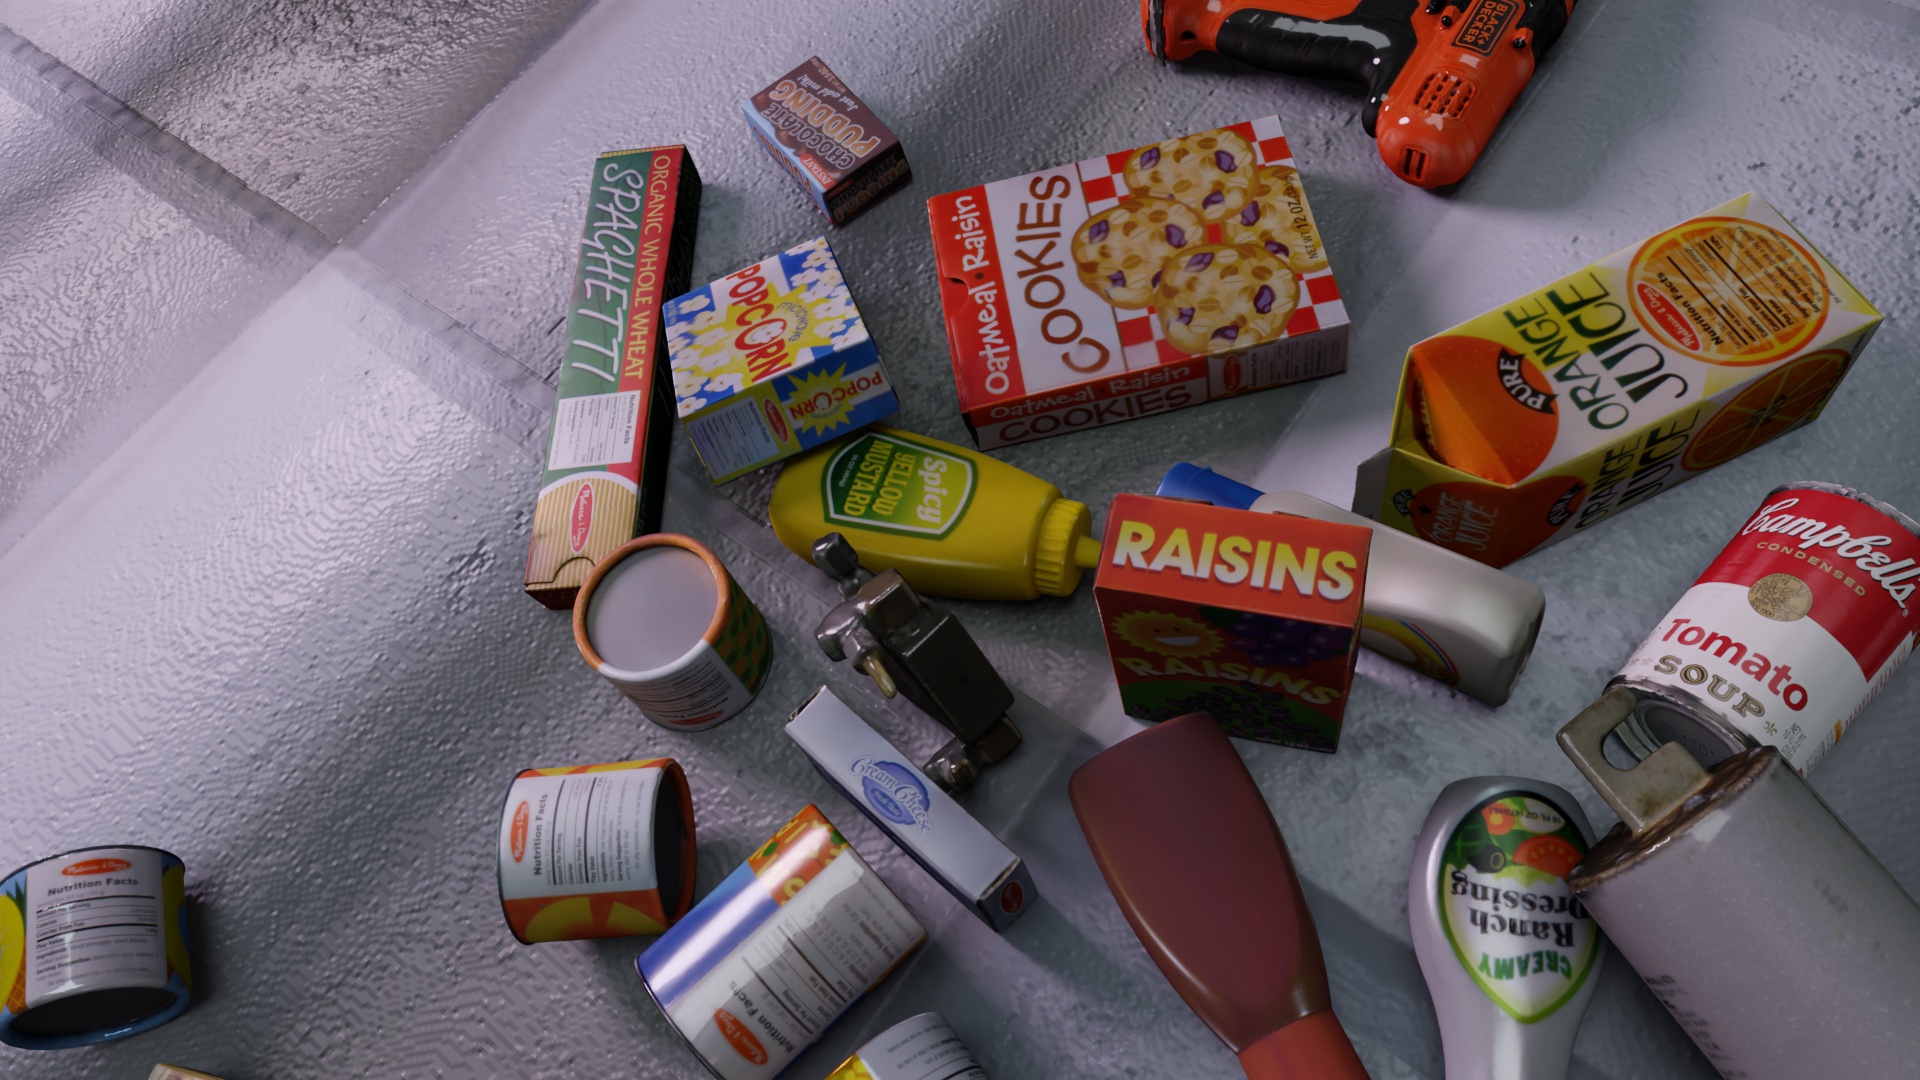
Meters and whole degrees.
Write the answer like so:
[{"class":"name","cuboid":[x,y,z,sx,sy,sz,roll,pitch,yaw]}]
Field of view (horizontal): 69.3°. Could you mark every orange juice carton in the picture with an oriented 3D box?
[{"class":"orange juice carton","cuboid":[0.238,-0.052,0.540,0.193,0.071,0.073,-25,61,-2]}]

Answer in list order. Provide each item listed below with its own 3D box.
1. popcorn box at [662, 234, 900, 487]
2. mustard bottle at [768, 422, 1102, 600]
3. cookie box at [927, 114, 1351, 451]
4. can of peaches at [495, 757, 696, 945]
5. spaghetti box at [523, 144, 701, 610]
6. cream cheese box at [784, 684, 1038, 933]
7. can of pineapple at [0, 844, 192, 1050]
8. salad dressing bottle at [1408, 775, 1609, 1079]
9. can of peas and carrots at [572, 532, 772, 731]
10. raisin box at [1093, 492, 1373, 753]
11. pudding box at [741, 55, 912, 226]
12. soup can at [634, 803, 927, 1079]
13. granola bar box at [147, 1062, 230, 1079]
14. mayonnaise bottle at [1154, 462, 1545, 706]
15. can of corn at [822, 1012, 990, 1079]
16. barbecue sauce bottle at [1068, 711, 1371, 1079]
[{"class":"popcorn box","cuboid":[-0.082,-0.083,0.614,0.085,0.038,0.127,-23,34,-1]},{"class":"mustard bottle","cuboid":[0.002,-0.007,0.578,0.160,0.048,0.065,12,64,18]},{"class":"cookie box","cuboid":[0.076,-0.117,0.625,0.167,0.040,0.123,-12,61,5]},{"class":"can of peaches","cuboid":[-0.136,0.118,0.531,0.058,0.071,0.071,-5,62,3]},{"class":"spaghetti box","cuboid":[-0.162,-0.086,0.664,0.050,0.028,0.251,-4,62,9]},{"class":"cream cheese box","cuboid":[-0.019,0.102,0.522,0.104,0.053,0.024,37,74,26]},{"class":"can of pineapple","cuboid":[-0.344,0.163,0.552,0.071,0.070,0.058,-22,61,0]},{"class":"salad dressing bottle","cuboid":[0.180,0.154,0.459,0.064,0.043,0.148,7,65,8]},{"class":"can of peas and carrots","cuboid":[-0.119,0.036,0.574,0.071,0.058,0.071,-5,62,9]},{"class":"raisin box","cuboid":[0.098,0.032,0.495,0.086,0.123,0.040,9,66,17]},{"class":"pudding box","cuboid":[-0.069,-0.203,0.706,0.050,0.030,0.084,-36,61,-7]},{"class":"soup can","cuboid":[-0.065,0.146,0.503,0.084,0.071,0.071,-41,63,-12]},{"class":"granola bar box","cuboid":[-0.237,0.269,0.487,0.165,0.039,0.124,8,65,16]},{"class":"mayonnaise bottle","cuboid":[0.144,0.013,0.533,0.148,0.064,0.041,25,74,26]},{"class":"can of corn","cuboid":[-0.017,0.203,0.463,0.071,0.071,0.058,-38,61,-9]},{"class":"barbecue sauce bottle","cuboid":[0.095,0.137,0.486,0.065,0.043,0.149,-25,61,-2]}]
